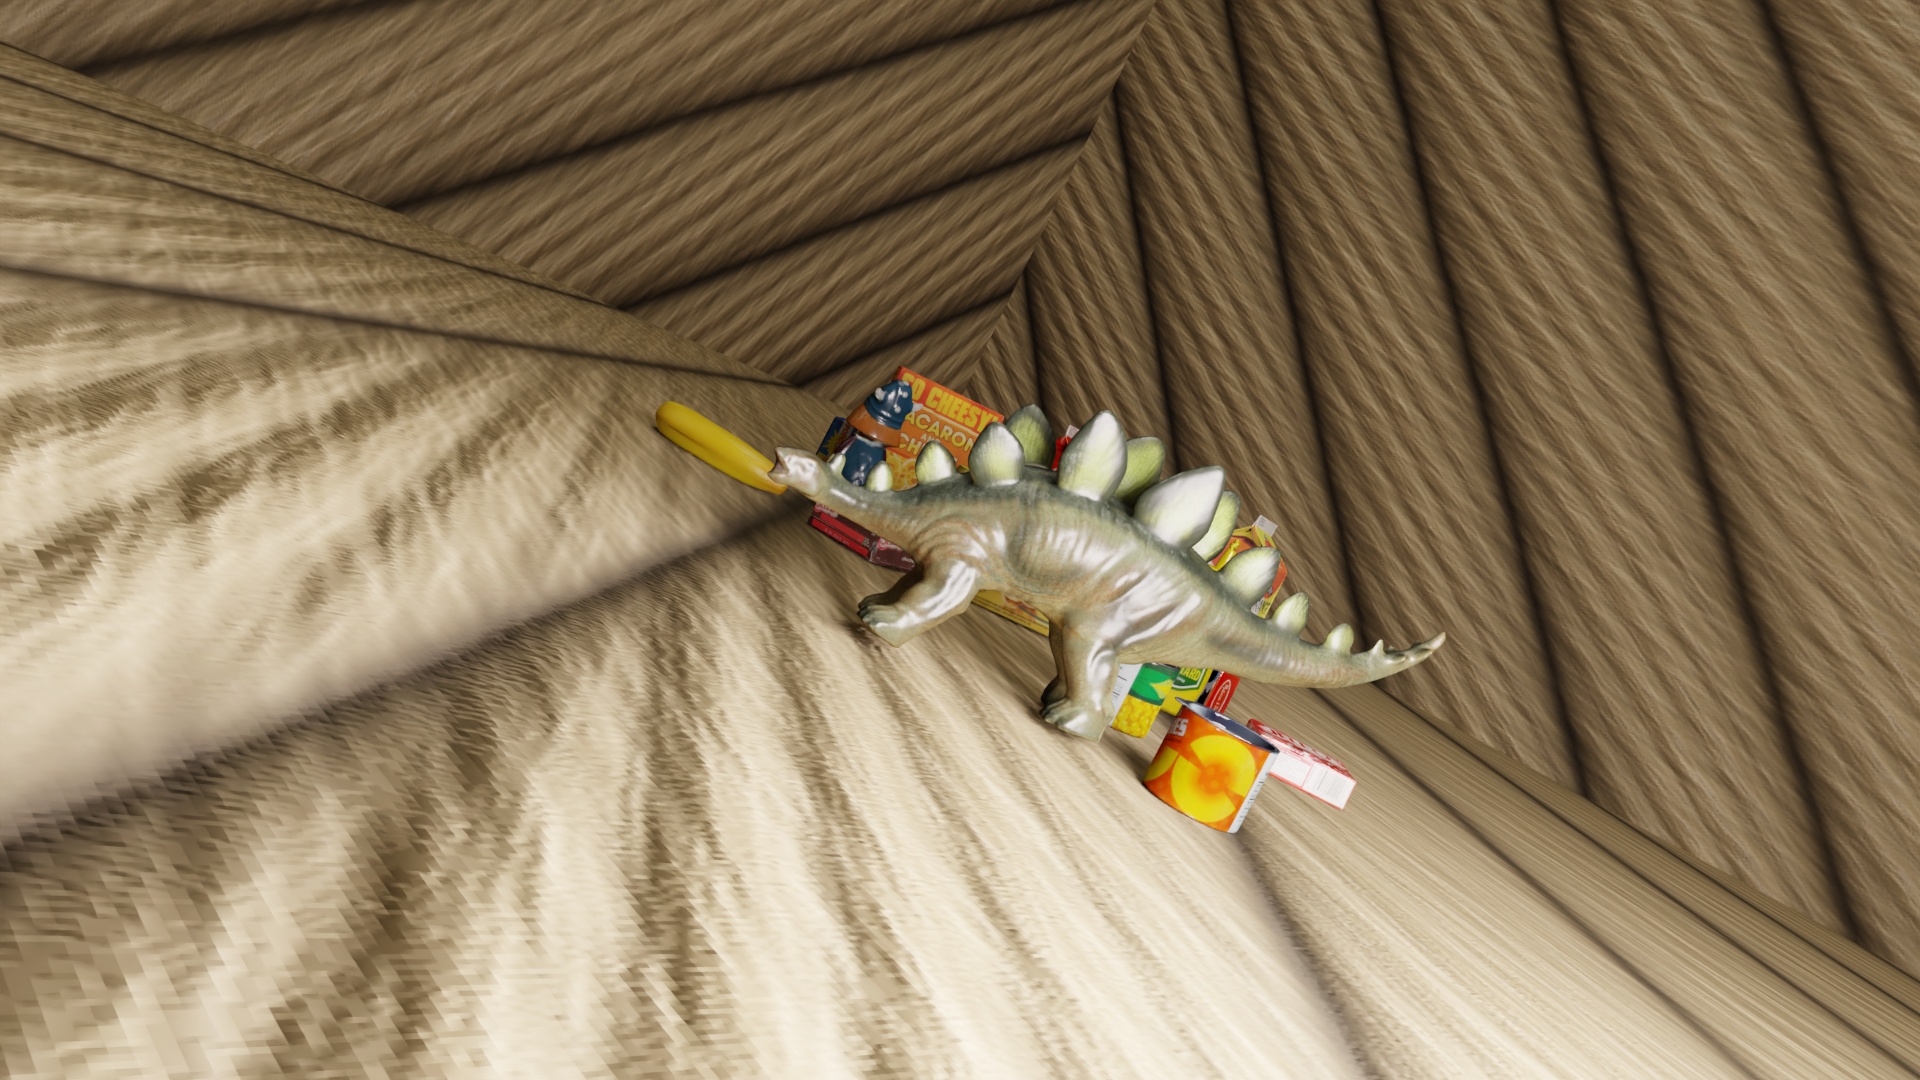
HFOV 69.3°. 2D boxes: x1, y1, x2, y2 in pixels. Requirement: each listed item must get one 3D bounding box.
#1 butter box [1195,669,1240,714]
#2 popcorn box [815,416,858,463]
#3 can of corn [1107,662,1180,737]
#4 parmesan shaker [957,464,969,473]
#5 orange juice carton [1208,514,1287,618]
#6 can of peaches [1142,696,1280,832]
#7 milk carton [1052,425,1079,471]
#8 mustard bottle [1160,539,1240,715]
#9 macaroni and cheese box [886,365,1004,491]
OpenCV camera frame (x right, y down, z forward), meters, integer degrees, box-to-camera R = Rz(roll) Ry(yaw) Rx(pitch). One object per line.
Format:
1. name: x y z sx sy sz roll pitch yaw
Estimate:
1. butter box: 0.209 0.127 1.256 0.024 0.053 0.103 24 5 -22
2. popcorn box: -0.133 -0.095 1.605 0.038 0.085 0.127 27 5 7
3. can of corn: 0.121 0.105 1.022 0.071 0.058 0.071 26 5 -2
4. parmesan shaker: 0.005 -0.018 1.415 0.071 0.103 0.071 26 5 -2
5. orange juice carton: 0.289 0.063 1.499 0.073 0.192 0.072 29 5 30
6. can of peaches: 0.151 0.137 0.854 0.071 0.058 0.071 26 5 -2
7. milk carton: 0.106 -0.035 1.585 0.072 0.190 0.073 22 6 -42
8. mustard bottle: 0.200 0.069 1.193 0.065 0.160 0.049 25 5 -14
9. macaroni and cheese box: -0.046 -0.084 1.472 0.124 0.166 0.040 25 5 -12
